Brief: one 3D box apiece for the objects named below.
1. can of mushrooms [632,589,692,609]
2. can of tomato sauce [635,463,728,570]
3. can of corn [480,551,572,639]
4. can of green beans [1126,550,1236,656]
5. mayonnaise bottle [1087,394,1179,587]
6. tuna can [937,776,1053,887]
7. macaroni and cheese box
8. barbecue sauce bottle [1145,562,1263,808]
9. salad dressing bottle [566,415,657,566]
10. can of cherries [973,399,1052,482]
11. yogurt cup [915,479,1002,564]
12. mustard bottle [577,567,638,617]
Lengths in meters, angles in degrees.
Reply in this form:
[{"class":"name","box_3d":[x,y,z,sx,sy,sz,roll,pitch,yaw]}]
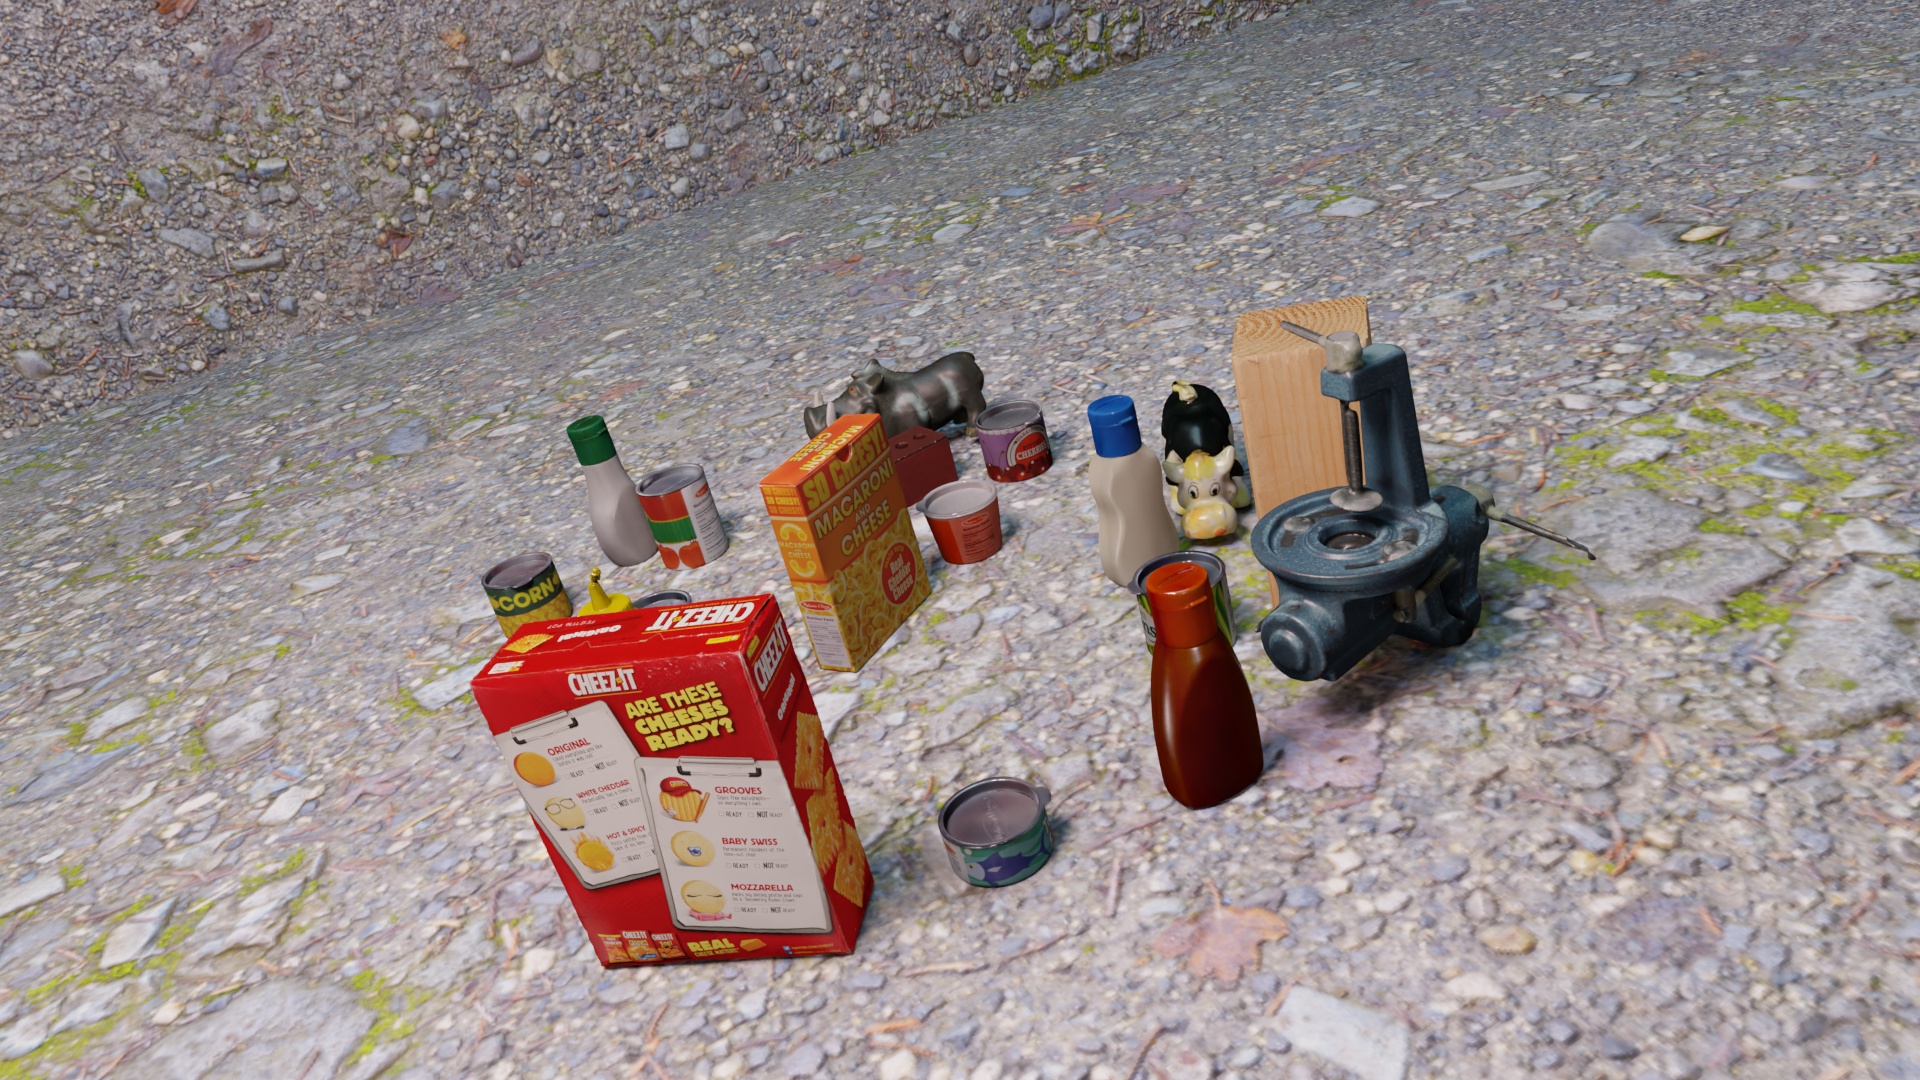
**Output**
[{"class":"can of mushrooms","box_3d":[-0.261,0.072,1.194,0.071,0.033,0.071,-12,26,6]},{"class":"can of tomato sauce","box_3d":[-0.267,-0.023,1.329,0.071,0.082,0.071,-12,26,6]},{"class":"can of corn","box_3d":[-0.397,0.052,1.277,0.071,0.058,0.071,-12,26,6]},{"class":"can of green beans","box_3d":[0.161,0.048,0.996,0.071,0.057,0.071,-12,26,6]},{"class":"mayonnaise bottle","box_3d":[0.130,-0.040,1.084,0.065,0.147,0.041,-26,28,-22]},{"class":"tuna can","box_3d":[0.024,0.176,0.843,0.071,0.032,0.071,-12,26,6]},{"class":"macaroni and cheese box","box_3d":[-0.086,0.000,1.095,0.040,0.165,0.124,2,31,31]},{"class":"barbecue sauce bottle","box_3d":[0.141,0.085,0.829,0.065,0.148,0.044,-25,27,-20]},{"class":"salad dressing bottle","box_3d":[-0.338,-0.048,1.343,0.044,0.147,0.064,0,30,29]},{"class":"can of cherries","box_3d":[0.053,-0.095,1.334,0.071,0.058,0.072,-12,26,6]},{"class":"yogurt cup","box_3d":[0.004,-0.015,1.207,0.072,0.053,0.073,-12,26,6]},{"class":"mustard bottle","box_3d":[-0.244,0.090,1.007,0.049,0.159,0.065,-31,30,-30]}]
